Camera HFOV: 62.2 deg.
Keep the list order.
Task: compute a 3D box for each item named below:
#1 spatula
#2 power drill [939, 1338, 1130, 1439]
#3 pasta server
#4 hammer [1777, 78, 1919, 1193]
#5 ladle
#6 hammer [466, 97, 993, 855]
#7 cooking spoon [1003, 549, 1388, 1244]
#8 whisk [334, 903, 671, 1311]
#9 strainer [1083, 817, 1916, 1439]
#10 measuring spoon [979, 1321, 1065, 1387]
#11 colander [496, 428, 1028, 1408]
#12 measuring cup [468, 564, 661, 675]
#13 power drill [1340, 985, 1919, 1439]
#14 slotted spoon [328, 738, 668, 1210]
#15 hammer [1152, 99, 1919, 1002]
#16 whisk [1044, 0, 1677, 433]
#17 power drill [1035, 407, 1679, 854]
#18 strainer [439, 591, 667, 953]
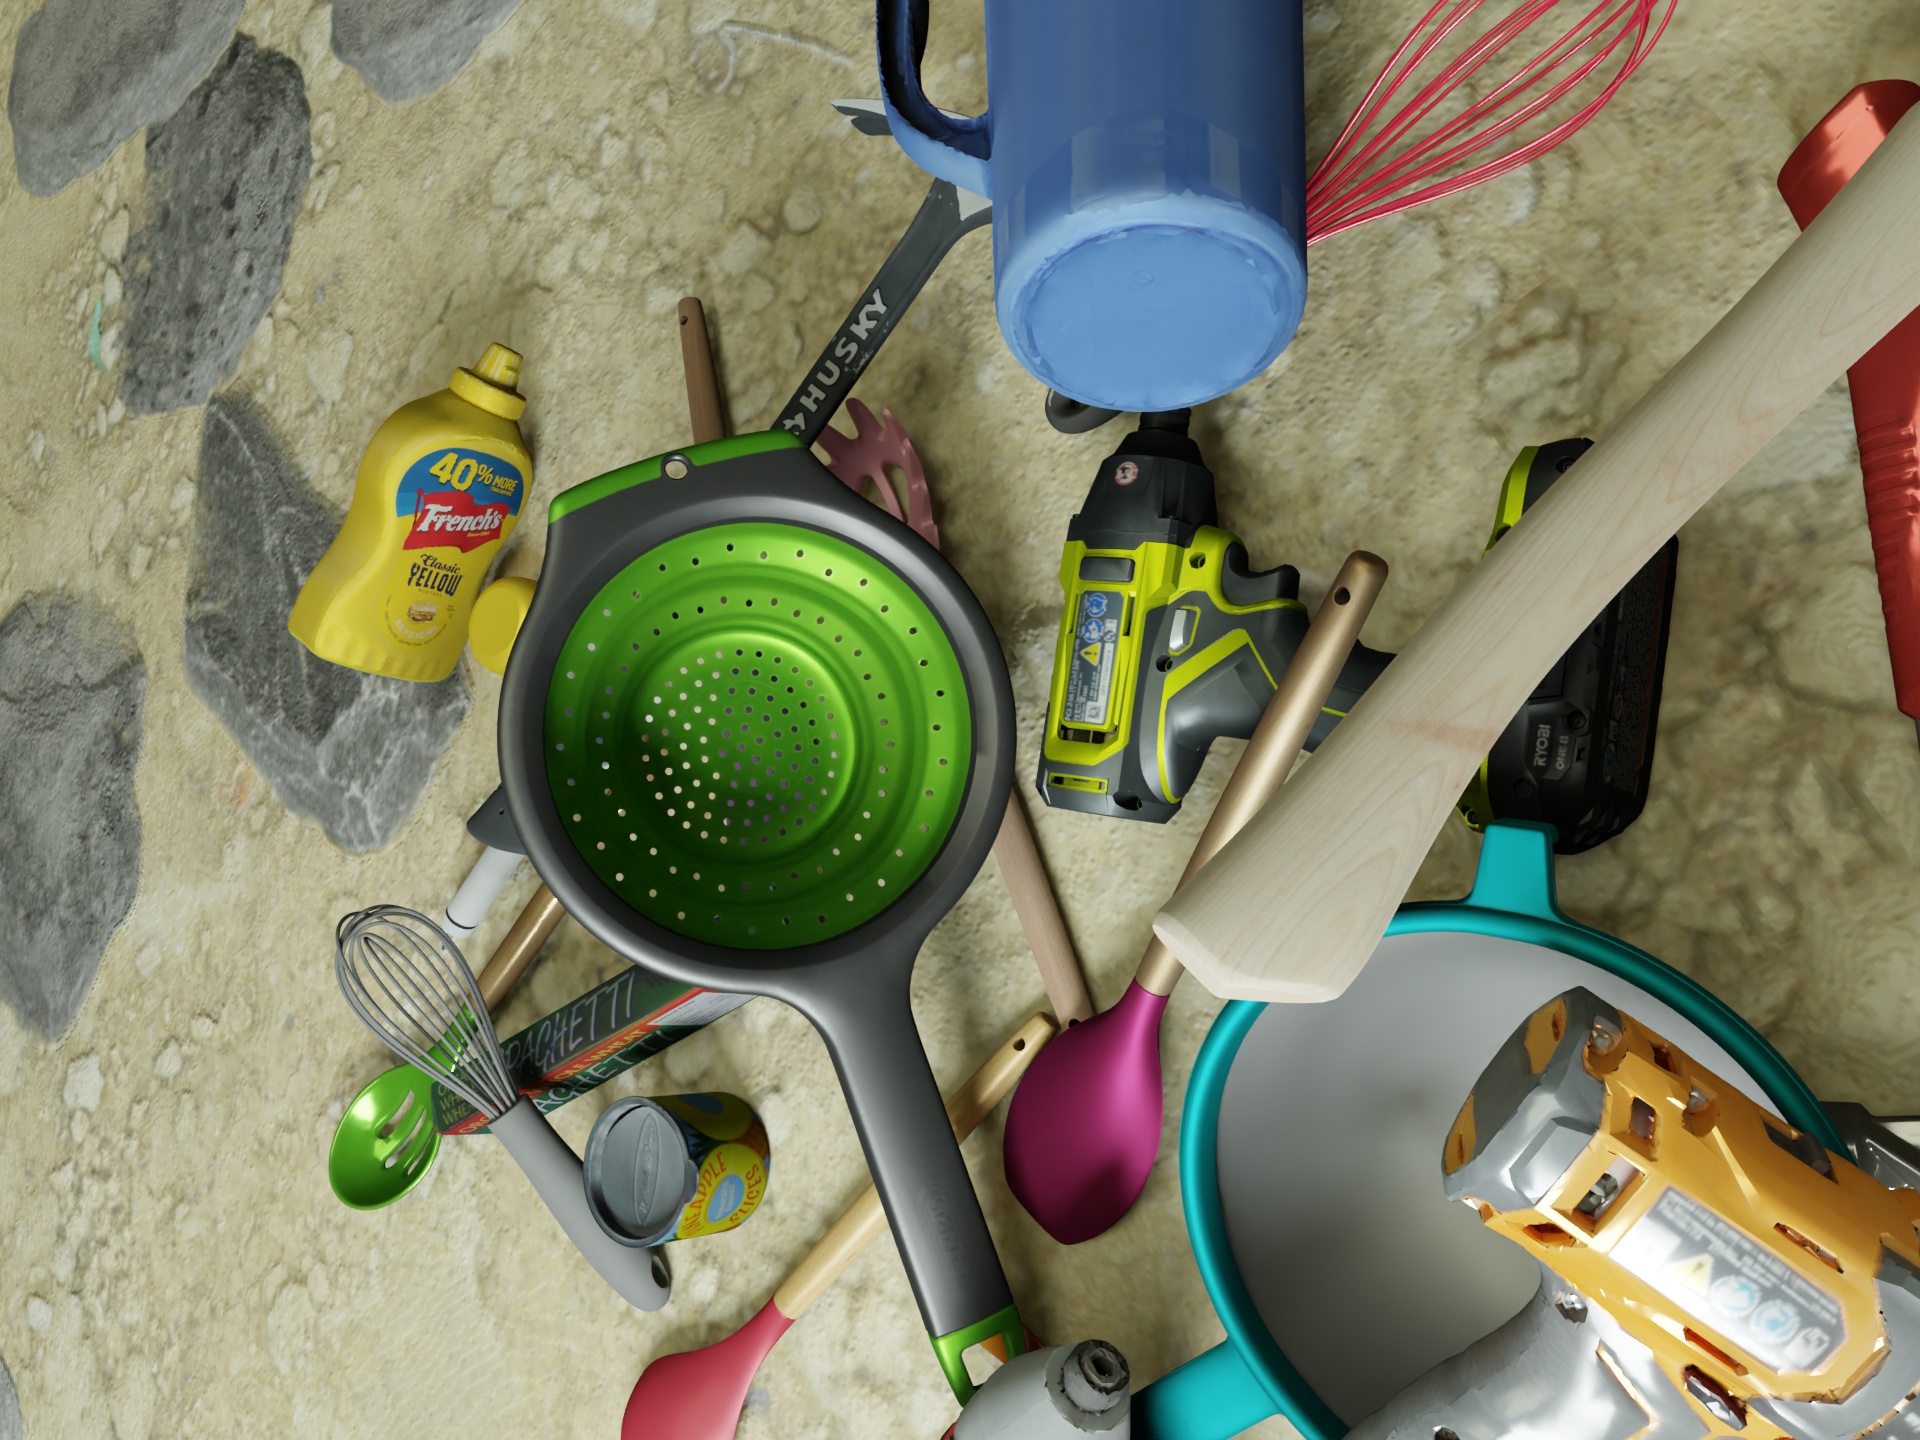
[{"bbox_3d":[-0.113,-0.073,0.799,0.060,0.018,0.316,-20,72,29],"label":"spatula"},{"bbox_3d":[0.078,0.311,0.527,0.220,0.078,0.143,41,127,23],"label":"power drill"},{"bbox_3d":[-0.001,-0.002,0.700,0.060,0.040,0.316,-28,68,19],"label":"pasta server"},{"bbox_3d":[0.318,-0.031,0.493,0.149,0.036,0.359,-9,77,32],"label":"hammer"},{"bbox_3d":[-0.060,0.243,0.704,0.315,0.031,0.069,-50,59,14],"label":"ladle"},{"bbox_3d":[-0.105,-0.100,0.731,0.149,0.036,0.409,42,101,25],"label":"hammer"},{"bbox_3d":[0.080,0.078,0.586,0.069,0.017,0.318,41,124,32],"label":"cooking spoon"},{"bbox_3d":[-0.212,0.184,0.750,0.055,0.055,0.239,-33,96,25],"label":"whisk"},{"bbox_3d":[0.148,0.188,0.542,0.211,0.095,0.340,53,127,15],"label":"strainer"},{"bbox_3d":[0.022,0.255,0.657,0.117,0.011,0.021,29,99,37],"label":"measuring spoon"},{"bbox_3d":[-0.059,0.085,0.664,0.094,0.204,0.397,161,90,-75],"label":"colander"},{"bbox_3d":[-0.208,-0.070,0.854,0.156,0.029,0.062,-25,69,30],"label":"measuring cup"},{"bbox_3d":[0.170,0.205,0.406,0.185,0.084,0.226,34,108,9],"label":"power drill"},{"bbox_3d":[-0.242,0.135,0.844,0.070,0.031,0.313,44,104,31],"label":"slotted spoon"},{"bbox_3d":[0.200,-0.083,0.466,0.146,0.038,0.410,43,81,16],"label":"hammer"},{"bbox_3d":[0.145,-0.204,0.630,0.296,0.073,0.073,-34,64,31],"label":"whisk"},{"bbox_3d":[0.136,-0.039,0.593,0.223,0.080,0.171,6,86,38],"label":"power drill"},{"bbox_3d":[-0.214,0.032,0.836,0.258,0.050,0.087,-52,51,22],"label":"strainer"}]
